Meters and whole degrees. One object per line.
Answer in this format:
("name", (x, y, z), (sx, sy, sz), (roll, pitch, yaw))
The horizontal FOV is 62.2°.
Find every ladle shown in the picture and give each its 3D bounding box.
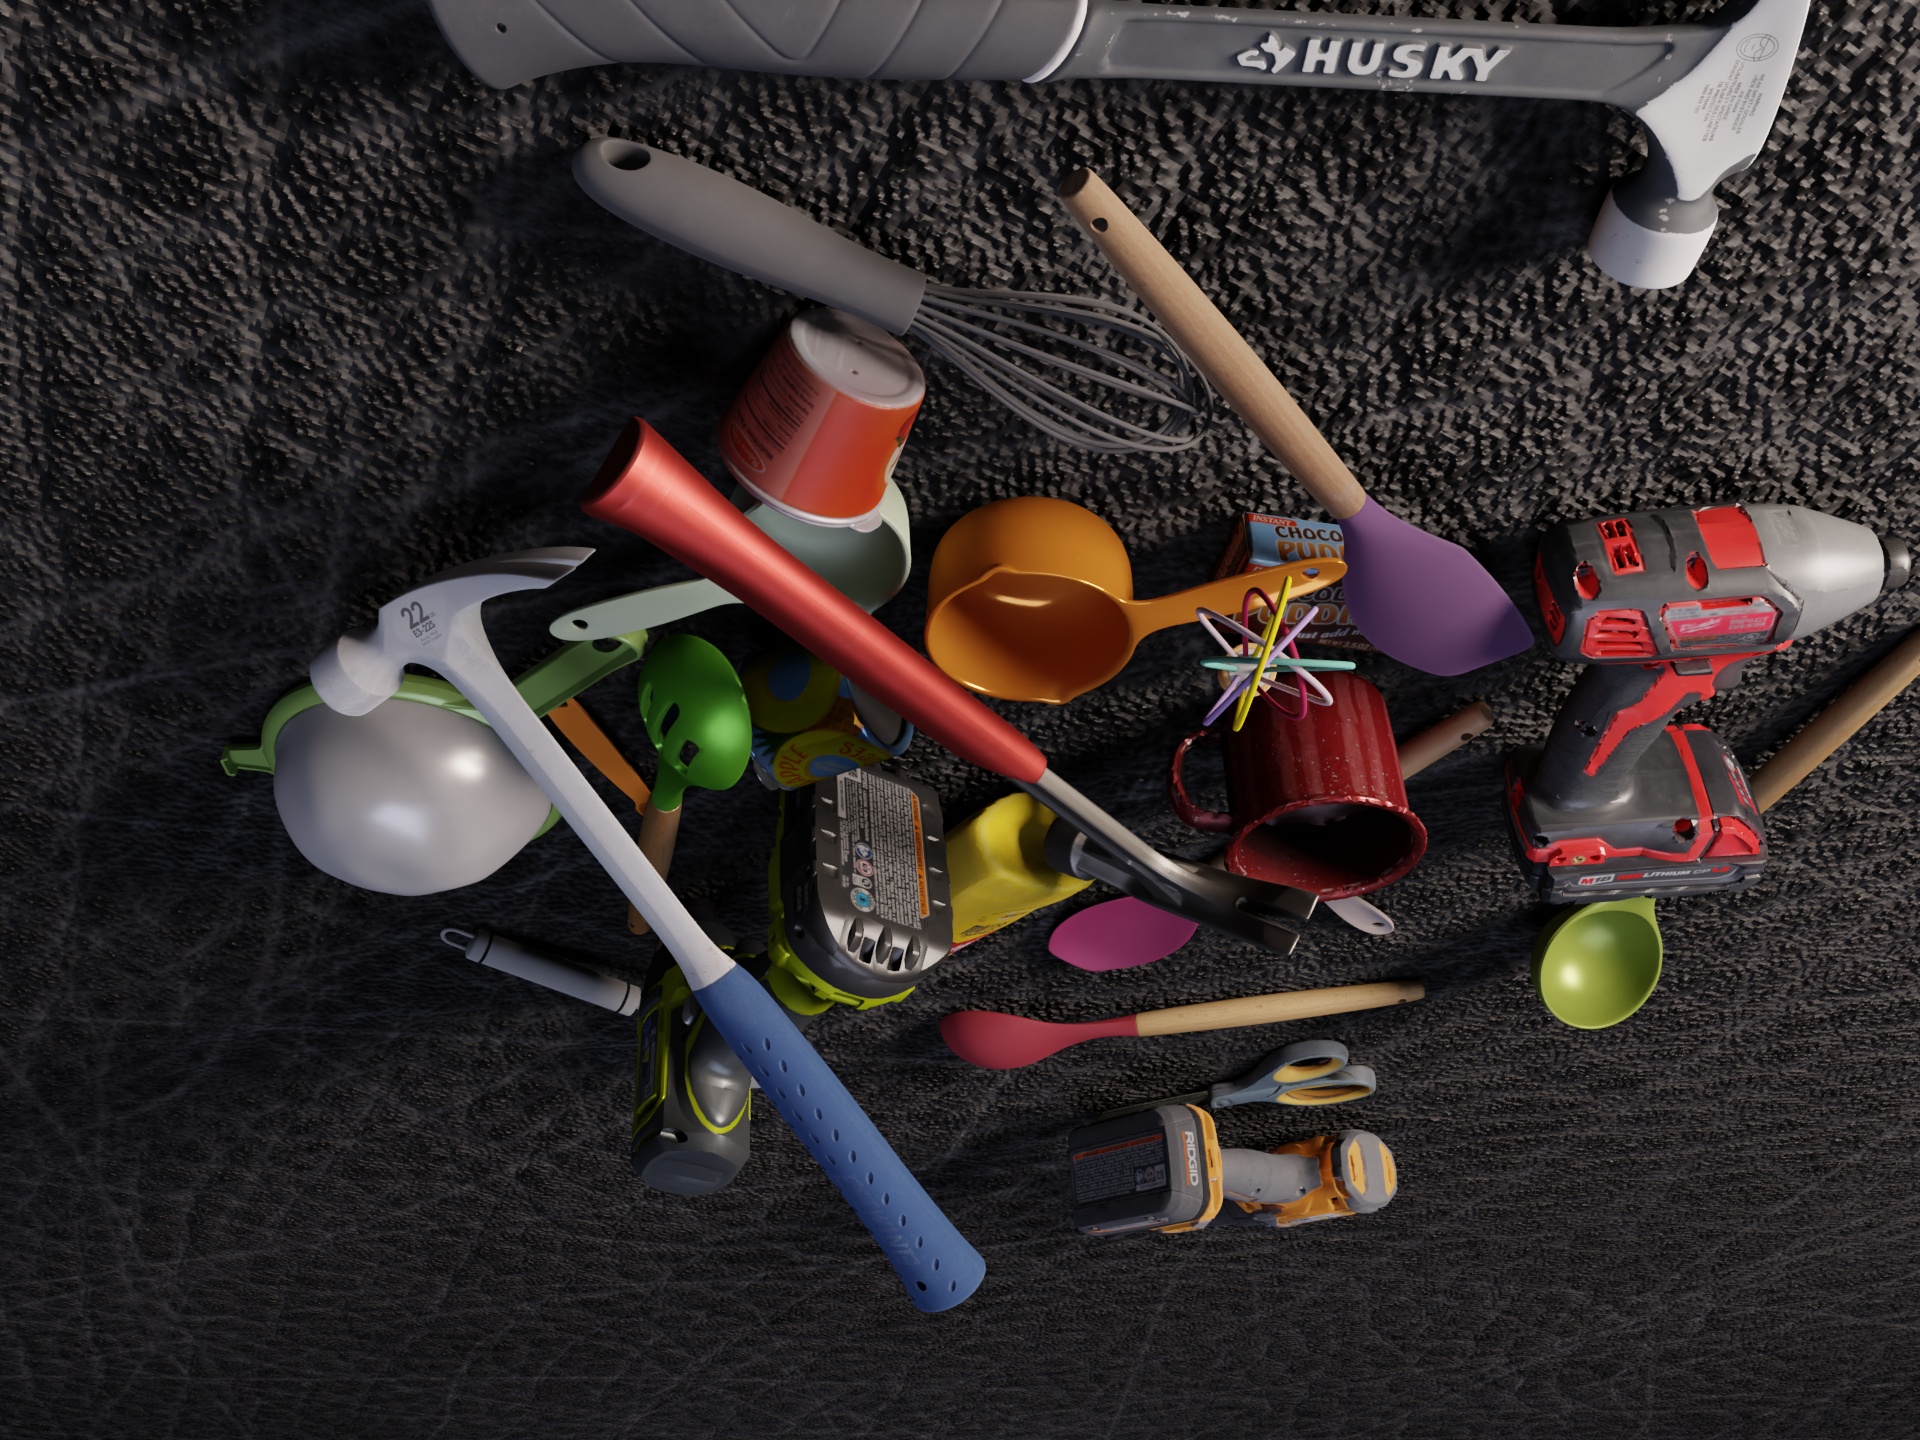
("ladle", (0.141, 0.195, 1.035), (0.315, 0.031, 0.069), (-9, 143, 8))
("ladle", (0.403, 0.065, 0.834), (0.078, 0.062, 0.320), (9, 140, -13))

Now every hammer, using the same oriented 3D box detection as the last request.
("hammer", (0.048, -0.207, 0.474), (0.409, 0.036, 0.149), (2, 143, -3))
("hammer", (-0.112, 0.103, 0.703), (0.144, 0.035, 0.405), (-27, 105, 29))
("hammer", (-0.001, -0.002, 0.640), (0.149, 0.037, 0.358), (15, 163, 49))

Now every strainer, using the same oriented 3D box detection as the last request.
("strainer", (-0.236, 0.027, 0.754), (0.256, 0.069, 0.151), (-27, 134, 36))
("strainer", (-0.199, 0.174, 0.992), (0.258, 0.050, 0.087), (26, 131, -23))

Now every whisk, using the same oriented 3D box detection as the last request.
("whisk", (0.114, -0.023, 0.609), (0.051, 0.047, 0.245), (-10, 179, 8))
("whisk", (-0.017, -0.147, 0.550), (0.238, 0.055, 0.055), (19, 140, -17))

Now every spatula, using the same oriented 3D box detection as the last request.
("spatula", (0.130, -0.094, 0.591), (0.060, 0.018, 0.315), (-22, 140, 31))

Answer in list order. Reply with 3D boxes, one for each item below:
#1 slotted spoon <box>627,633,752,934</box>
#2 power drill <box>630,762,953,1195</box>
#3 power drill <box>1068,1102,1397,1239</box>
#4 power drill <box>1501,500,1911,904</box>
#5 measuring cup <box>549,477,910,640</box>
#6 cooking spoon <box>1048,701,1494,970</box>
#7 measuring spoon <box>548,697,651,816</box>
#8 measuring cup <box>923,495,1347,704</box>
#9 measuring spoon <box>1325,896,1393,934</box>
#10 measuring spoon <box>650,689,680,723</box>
("slotted spoon", (-0.149, 0.051, 0.798), (0.031, 0.070, 0.313), (-33, 166, -28))
("power drill", (-0.100, 0.119, 0.824), (0.080, 0.171, 0.223), (22, 130, -27))
("power drill", (0.184, 0.344, 1.186), (0.226, 0.084, 0.185), (14, 151, -34))
("power drill", (0.325, -0.009, 0.717), (0.143, 0.079, 0.219), (-6, 141, 6))
("measuring cup", (-0.099, -0.068, 0.662), (0.167, 0.038, 0.083), (-14, 142, 21))
("cooking spoon", (0.160, 0.071, 0.870), (0.068, 0.017, 0.319), (28, 136, -24))
("measuring spoon", (-0.177, 0.015, 0.800), (0.021, 0.011, 0.116), (-6, 141, 22))
("measuring cup", (0.069, -0.061, 0.657), (0.173, 0.052, 0.095), (-12, 143, 15))
("measuring spoon", (0.222, 0.099, 0.918), (0.034, 0.018, 0.124), (-19, 147, 29))
("measuring spoon", (-0.089, 0.001, 0.766), (0.128, 0.021, 0.042), (14, 142, -16))
